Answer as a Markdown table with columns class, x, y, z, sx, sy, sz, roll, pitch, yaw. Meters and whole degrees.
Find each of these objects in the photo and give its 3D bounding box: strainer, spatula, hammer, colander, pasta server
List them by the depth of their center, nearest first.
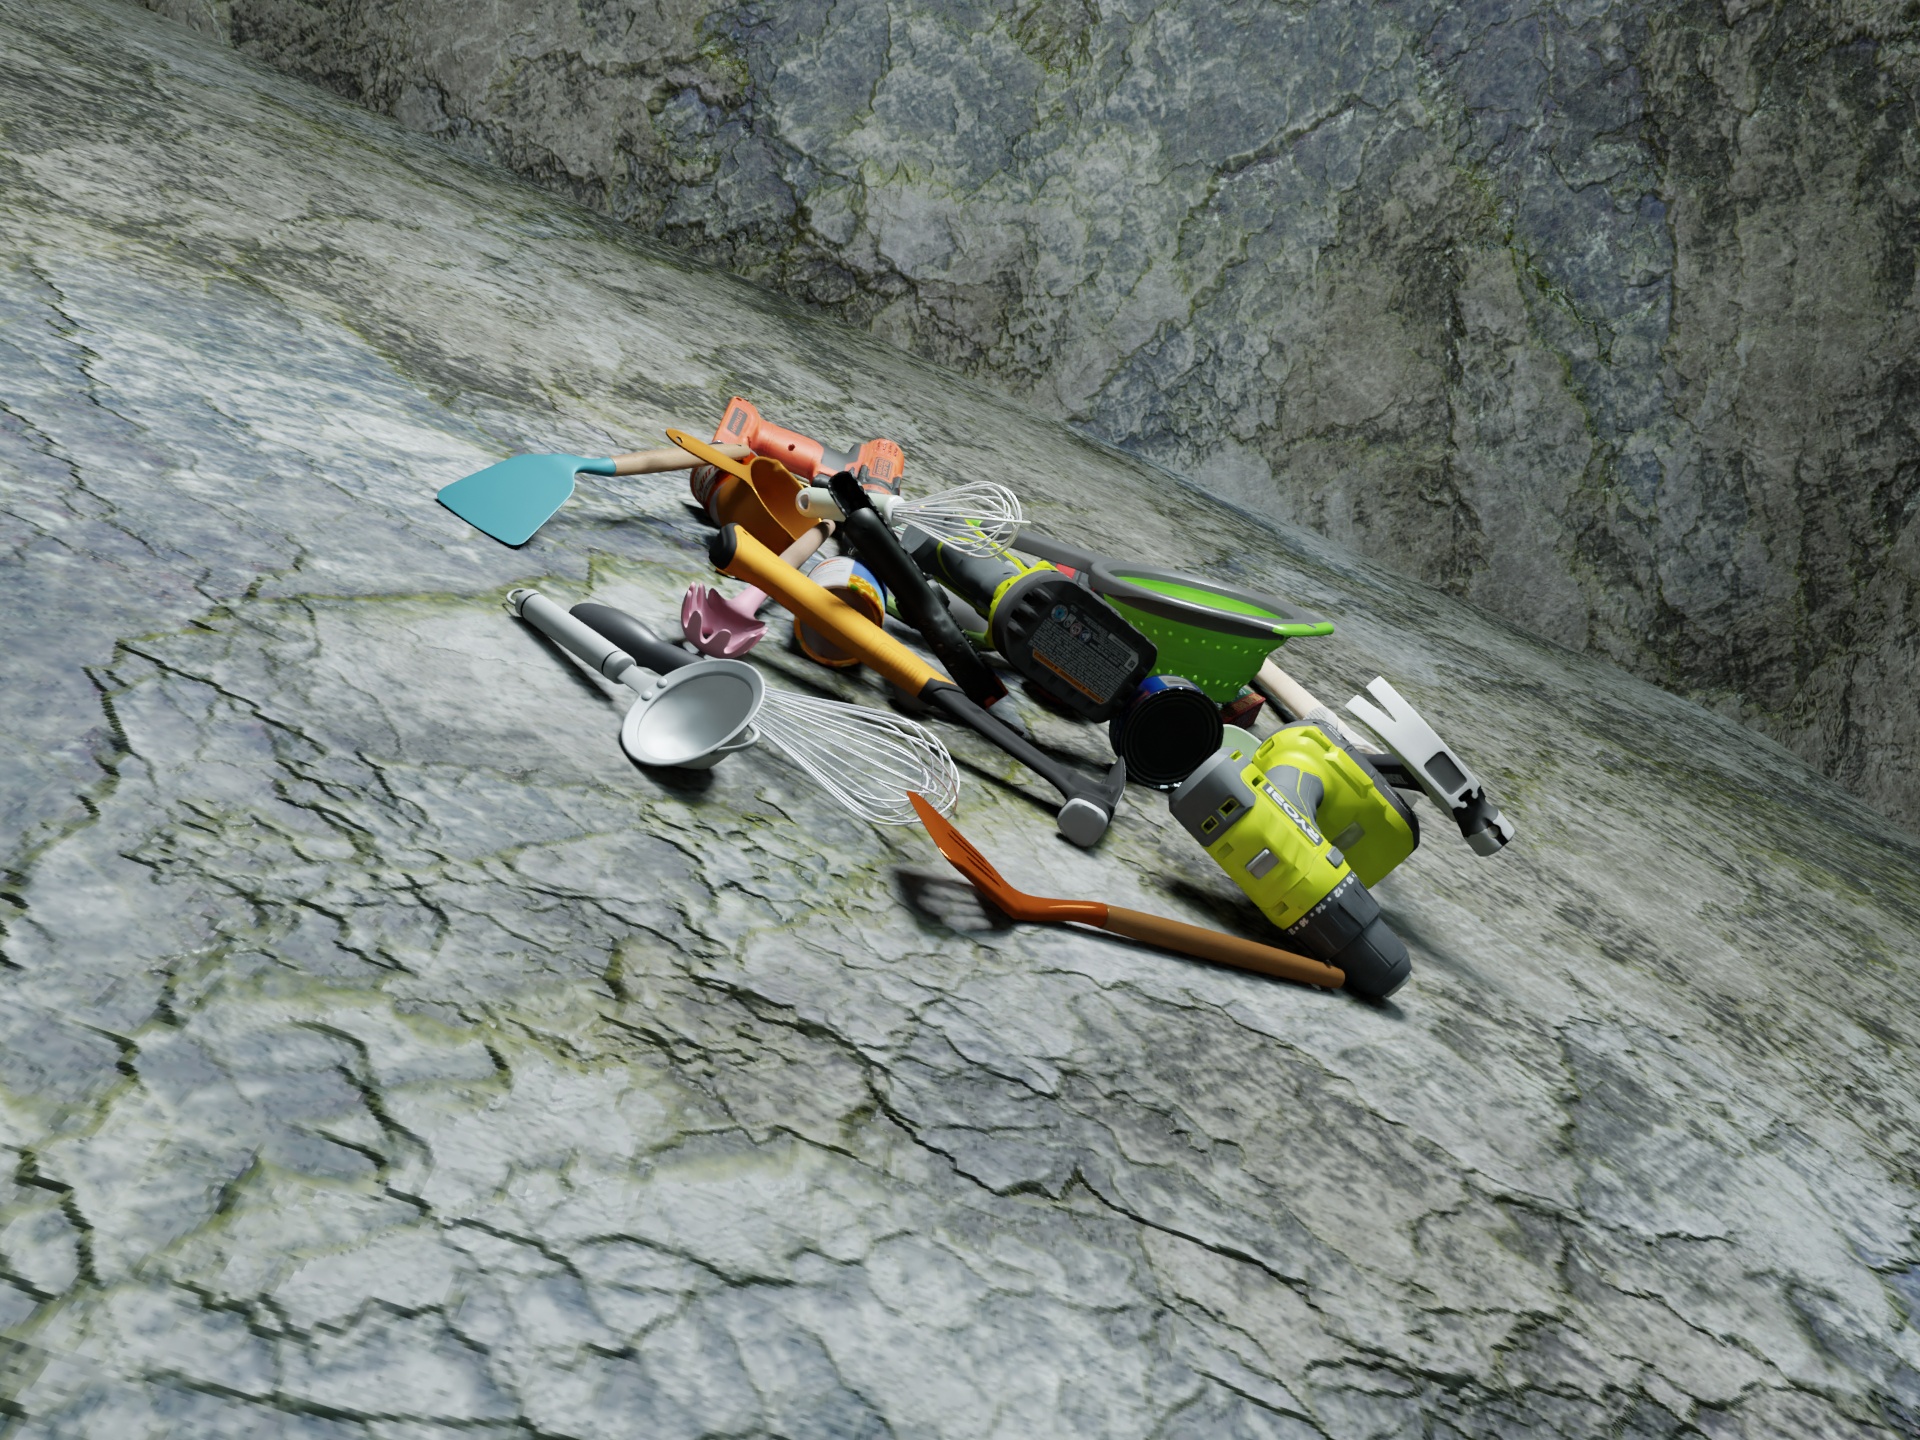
| class | x | y | z | sx | sy | sz | roll | pitch | yaw |
| --- | --- | --- | --- | --- | --- | --- | --- | --- | --- |
| strainer | -0.196 | -0.027 | 0.942 | 0.259 | 0.050 | 0.087 | 31 | 61 | 35 |
| spatula | 0.108 | 0.114 | 0.945 | 0.322 | 0.041 | 0.081 | 18 | 18 | -26 |
| hammer | -0.030 | -0.034 | 1.115 | 0.337 | 0.034 | 0.127 | 35 | 19 | 2 |
| pasta server | -0.140 | -0.110 | 1.196 | 0.060 | 0.040 | 0.316 | 34 | 25 | -2 |
| spatula | -0.264 | -0.192 | 1.249 | 0.082 | 0.044 | 0.317 | 31 | 25 | 19 |
| hammer | 0.334 | 0.036 | 1.296 | 0.146 | 0.035 | 0.335 | 50 | -3 | -1 |
| strainer | 0.005 | -0.136 | 1.473 | 0.151 | 0.069 | 0.256 | 30 | 20 | 16 |
| colander | 0.145 | -0.101 | 1.486 | 0.397 | 0.094 | 0.204 | 23 | 17 | 34 |
| hammer | 0.344 | -0.029 | 1.663 | 0.146 | 0.038 | 0.411 | 32 | 12 | -21 |

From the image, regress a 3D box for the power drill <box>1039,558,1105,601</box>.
| class | x | y | z | sx | sy | sz | roll | pitch | yaw |
| --- | --- | --- | --- | --- | --- | --- | --- | --- | --- |
| power drill | 0.184 | -0.117 | 1.637 | 0.219 | 0.078 | 0.143 | 22 | 1 | 5 |

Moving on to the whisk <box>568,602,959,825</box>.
| class | x | y | z | sx | sy | sz | roll | pitch | yaw |
| --- | --- | --- | --- | --- | --- | --- | --- | --- | --- |
| whisk | -0.125 | -0.011 | 0.970 | 0.285 | 0.070 | 0.070 | 26 | 17 | 16 |

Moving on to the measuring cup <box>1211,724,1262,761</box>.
| class | x | y | z | sx | sy | sz | roll | pitch | yaw |
| --- | --- | --- | --- | --- | --- | --- | --- | --- | --- |
| measuring cup | 0.217 | 0.068 | 1.247 | 0.083 | 0.038 | 0.168 | 32 | 33 | -11 |

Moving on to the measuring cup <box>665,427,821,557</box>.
| class | x | y | z | sx | sy | sz | roll | pitch | yaw |
| --- | --- | --- | --- | --- | --- | --- | --- | --- | --- |
| measuring cup | -0.190 | -0.185 | 1.309 | 0.173 | 0.052 | 0.095 | 27 | 37 | -44 |

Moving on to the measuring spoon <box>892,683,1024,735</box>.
| class | x | y | z | sx | sy | sz | roll | pitch | yaw |
| --- | --- | --- | --- | --- | --- | --- | --- | --- | --- |
| measuring spoon | -0.002 | -0.004 | 1.186 | 0.124 | 0.018 | 0.034 | 21 | 17 | -35 |

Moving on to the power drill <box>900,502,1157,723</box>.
| class | x | y | z | sx | sy | sz | roll | pitch | yaw |
| --- | --- | --- | --- | --- | --- | --- | --- | --- | --- |
| power drill | 0.058 | -0.086 | 1.270 | 0.171 | 0.080 | 0.223 | 34 | 6 | -30 |

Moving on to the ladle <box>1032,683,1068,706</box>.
| class | x | y | z | sx | sy | sz | roll | pitch | yaw |
| --- | --- | --- | --- | --- | --- | --- | --- | --- | --- |
| ladle | 0.076 | -0.069 | 1.449 | 0.069 | 0.031 | 0.316 | 19 | 17 | -12 |

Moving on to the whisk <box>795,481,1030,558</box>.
| class | x | y | z | sx | sy | sz | roll | pitch | yaw |
| --- | --- | --- | --- | --- | --- | --- | --- | --- | --- |
| whisk | -0.045 | -0.164 | 1.252 | 0.246 | 0.058 | 0.059 | 13 | 11 | 42 |

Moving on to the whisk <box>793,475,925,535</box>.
| class | x | y | z | sx | sy | sz | roll | pitch | yaw |
| --- | --- | --- | --- | --- | --- | --- | --- | --- | --- |
| whisk | -0.109 | -0.217 | 1.594 | 0.245 | 0.047 | 0.051 | 19 | 28 | -8 |

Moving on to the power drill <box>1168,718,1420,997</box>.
| class | x | y | z | sx | sy | sz | roll | pitch | yaw |
| --- | --- | --- | --- | --- | --- | --- | --- | --- | --- |
| power drill | 0.253 | 0.089 | 1.117 | 0.190 | 0.080 | 0.228 | 47 | 24 | 9 |

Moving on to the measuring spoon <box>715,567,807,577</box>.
| class | x | y | z | sx | sy | sz | roll | pitch | yaw |
| --- | --- | --- | --- | --- | --- | --- | --- | --- | --- |
| measuring spoon | -0.152 | -0.115 | 1.306 | 0.116 | 0.011 | 0.021 | 4 | 28 | -41 |
